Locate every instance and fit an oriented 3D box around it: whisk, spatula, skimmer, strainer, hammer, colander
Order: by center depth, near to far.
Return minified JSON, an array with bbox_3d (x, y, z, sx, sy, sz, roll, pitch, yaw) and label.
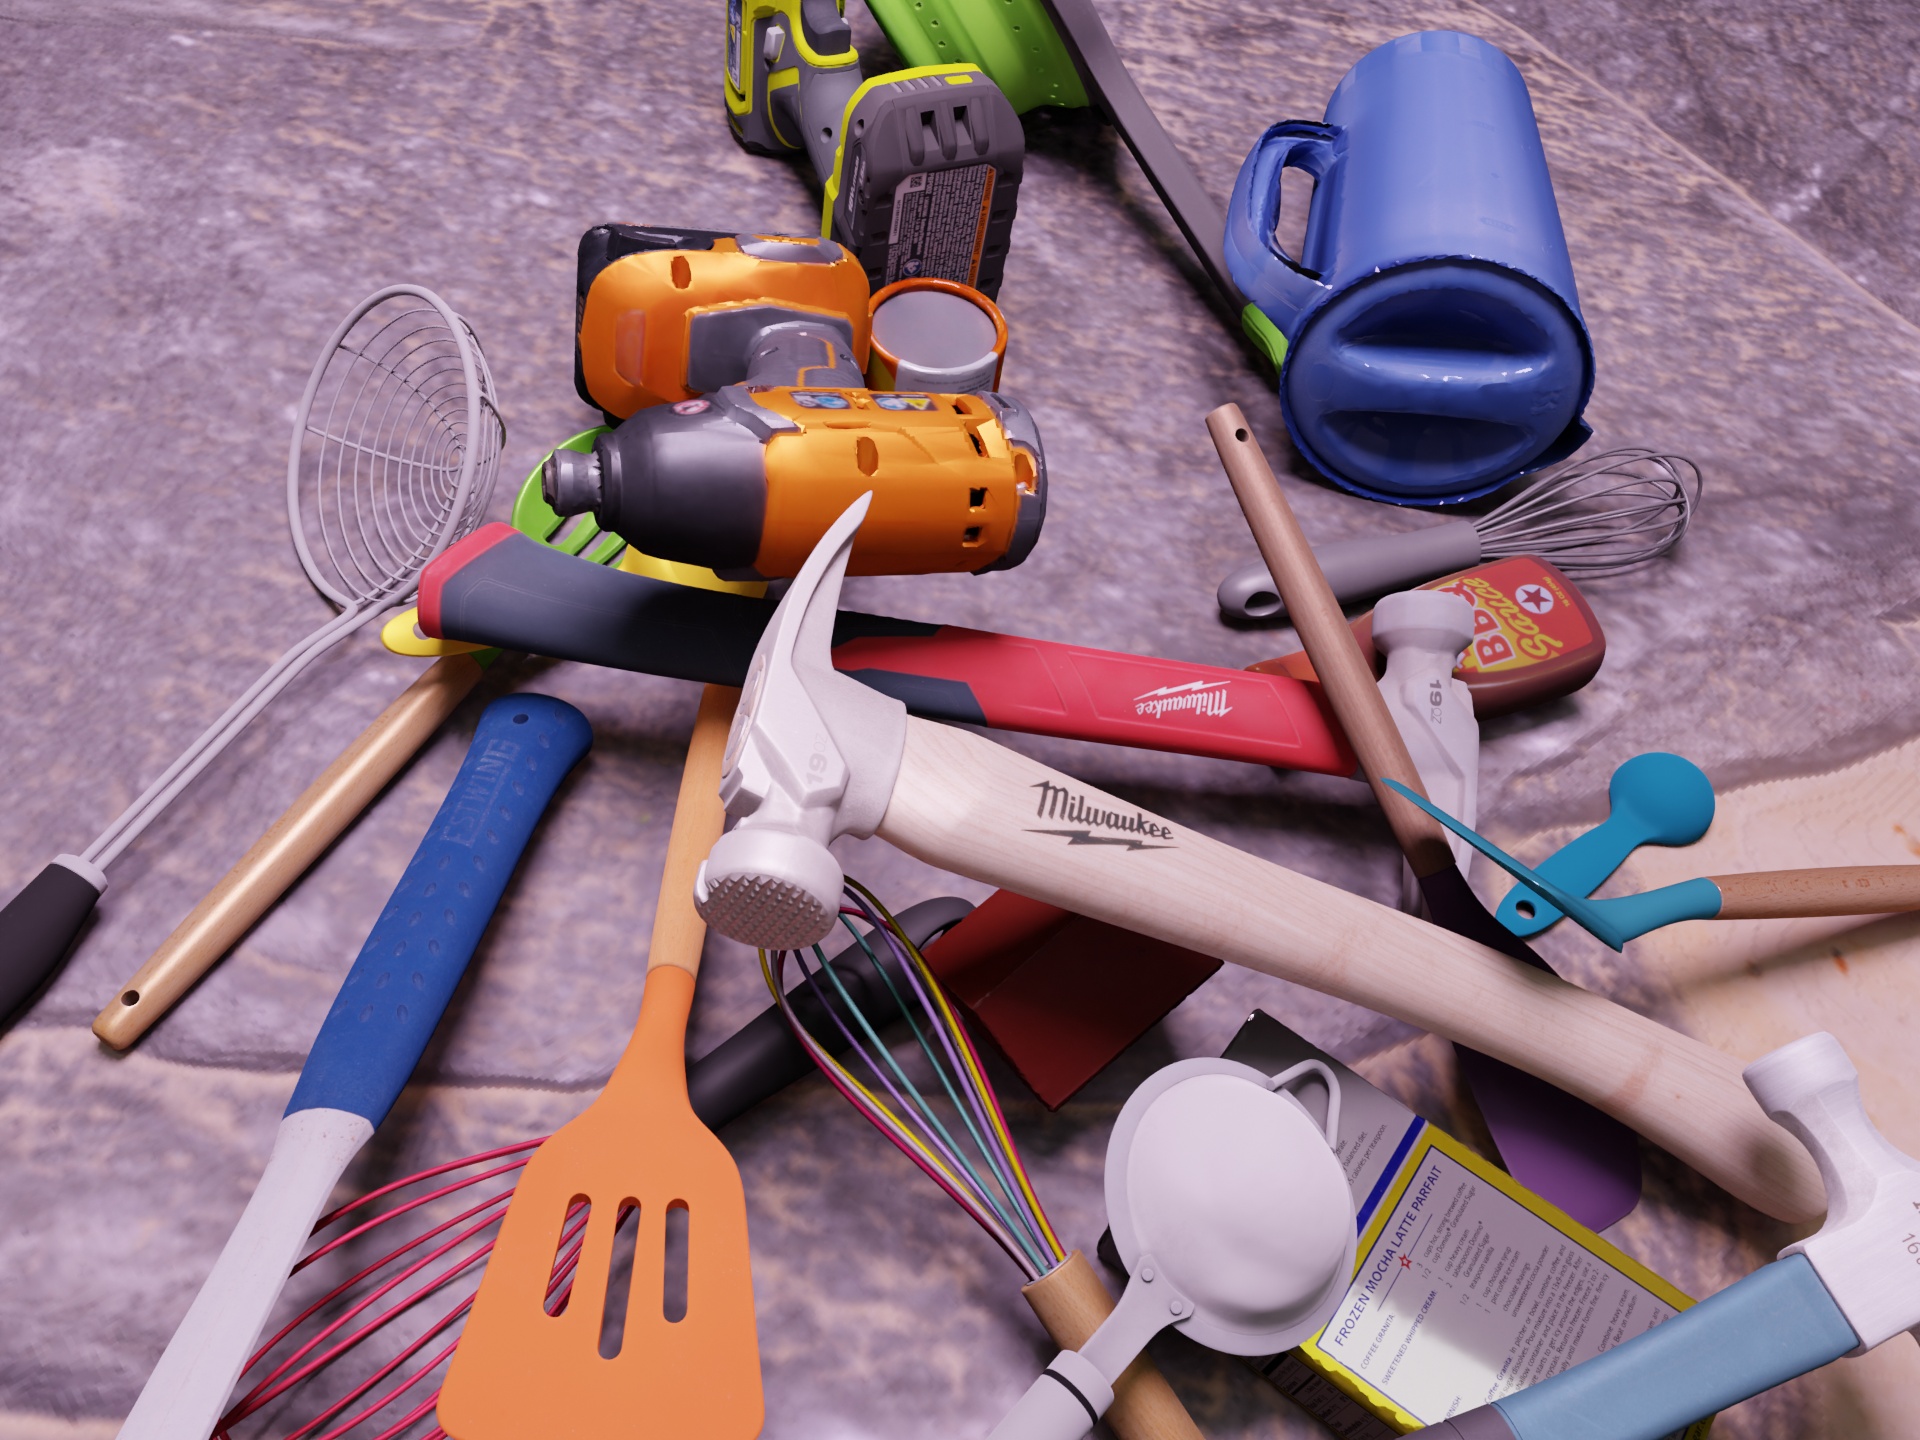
[{"bbox_3d":[-0.182,0.118,0.432,0.144,0.035,0.406,-1,35,7],"label":"hammer"},{"bbox_3d":[0.039,0.176,0.433,0.258,0.050,0.087,-39,84,-28],"label":"strainer"},{"bbox_3d":[0.139,0.206,0.436,0.331,0.033,0.128,-21,63,-10],"label":"hammer"},{"bbox_3d":[0.012,0.149,0.483,0.047,0.051,0.245,-34,80,-4],"label":"whisk"},{"bbox_3d":[-0.102,0.134,0.495,0.296,0.073,0.073,-31,63,-32],"label":"whisk"},{"bbox_3d":[0.123,0.064,0.503,0.410,0.038,0.146,23,49,-16],"label":"hammer"},{"bbox_3d":[-0.091,0.074,0.511,0.081,0.041,0.323,4,34,-4],"label":"spatula"},{"bbox_3d":[-0.284,-0.011,0.555,0.127,0.090,0.363,3,47,38],"label":"skimmer"},{"bbox_3d":[0.160,0.029,0.565,0.060,0.018,0.316,-21,82,-22],"label":"spatula"},{"bbox_3d":[0.292,0.055,0.575,0.317,0.044,0.082,1,22,-25],"label":"spatula"},{"bbox_3d":[-0.001,-0.002,0.579,0.386,0.038,0.143,8,75,-6],"label":"hammer"},{"bbox_3d":[0.224,-0.079,0.705,0.239,0.055,0.055,-13,57,-13],"label":"whisk"},{"bbox_3d":[0.039,-0.320,0.826,0.094,0.204,0.397,-32,76,11],"label":"colander"}]

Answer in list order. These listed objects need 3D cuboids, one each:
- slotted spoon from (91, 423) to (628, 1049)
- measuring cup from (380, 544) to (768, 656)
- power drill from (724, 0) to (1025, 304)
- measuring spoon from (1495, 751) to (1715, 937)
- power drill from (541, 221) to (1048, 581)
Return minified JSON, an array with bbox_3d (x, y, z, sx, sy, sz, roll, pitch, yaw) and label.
[{"bbox_3d":[-0.205,-0.006,0.602,0.070,0.031,0.314,26,56,12],"label":"slotted spoon"},{"bbox_3d":[-0.143,-0.050,0.613,0.156,0.029,0.062,-17,86,-34],"label":"measuring cup"},{"bbox_3d":[-0.055,-0.303,0.757,0.080,0.171,0.223,-17,61,-19],"label":"power drill"},{"bbox_3d":[0.256,0.047,0.628,0.128,0.021,0.042,-30,63,-28],"label":"measuring spoon"},{"bbox_3d":[-0.083,-0.120,0.593,0.164,0.084,0.227,-4,31,-22],"label":"power drill"}]
